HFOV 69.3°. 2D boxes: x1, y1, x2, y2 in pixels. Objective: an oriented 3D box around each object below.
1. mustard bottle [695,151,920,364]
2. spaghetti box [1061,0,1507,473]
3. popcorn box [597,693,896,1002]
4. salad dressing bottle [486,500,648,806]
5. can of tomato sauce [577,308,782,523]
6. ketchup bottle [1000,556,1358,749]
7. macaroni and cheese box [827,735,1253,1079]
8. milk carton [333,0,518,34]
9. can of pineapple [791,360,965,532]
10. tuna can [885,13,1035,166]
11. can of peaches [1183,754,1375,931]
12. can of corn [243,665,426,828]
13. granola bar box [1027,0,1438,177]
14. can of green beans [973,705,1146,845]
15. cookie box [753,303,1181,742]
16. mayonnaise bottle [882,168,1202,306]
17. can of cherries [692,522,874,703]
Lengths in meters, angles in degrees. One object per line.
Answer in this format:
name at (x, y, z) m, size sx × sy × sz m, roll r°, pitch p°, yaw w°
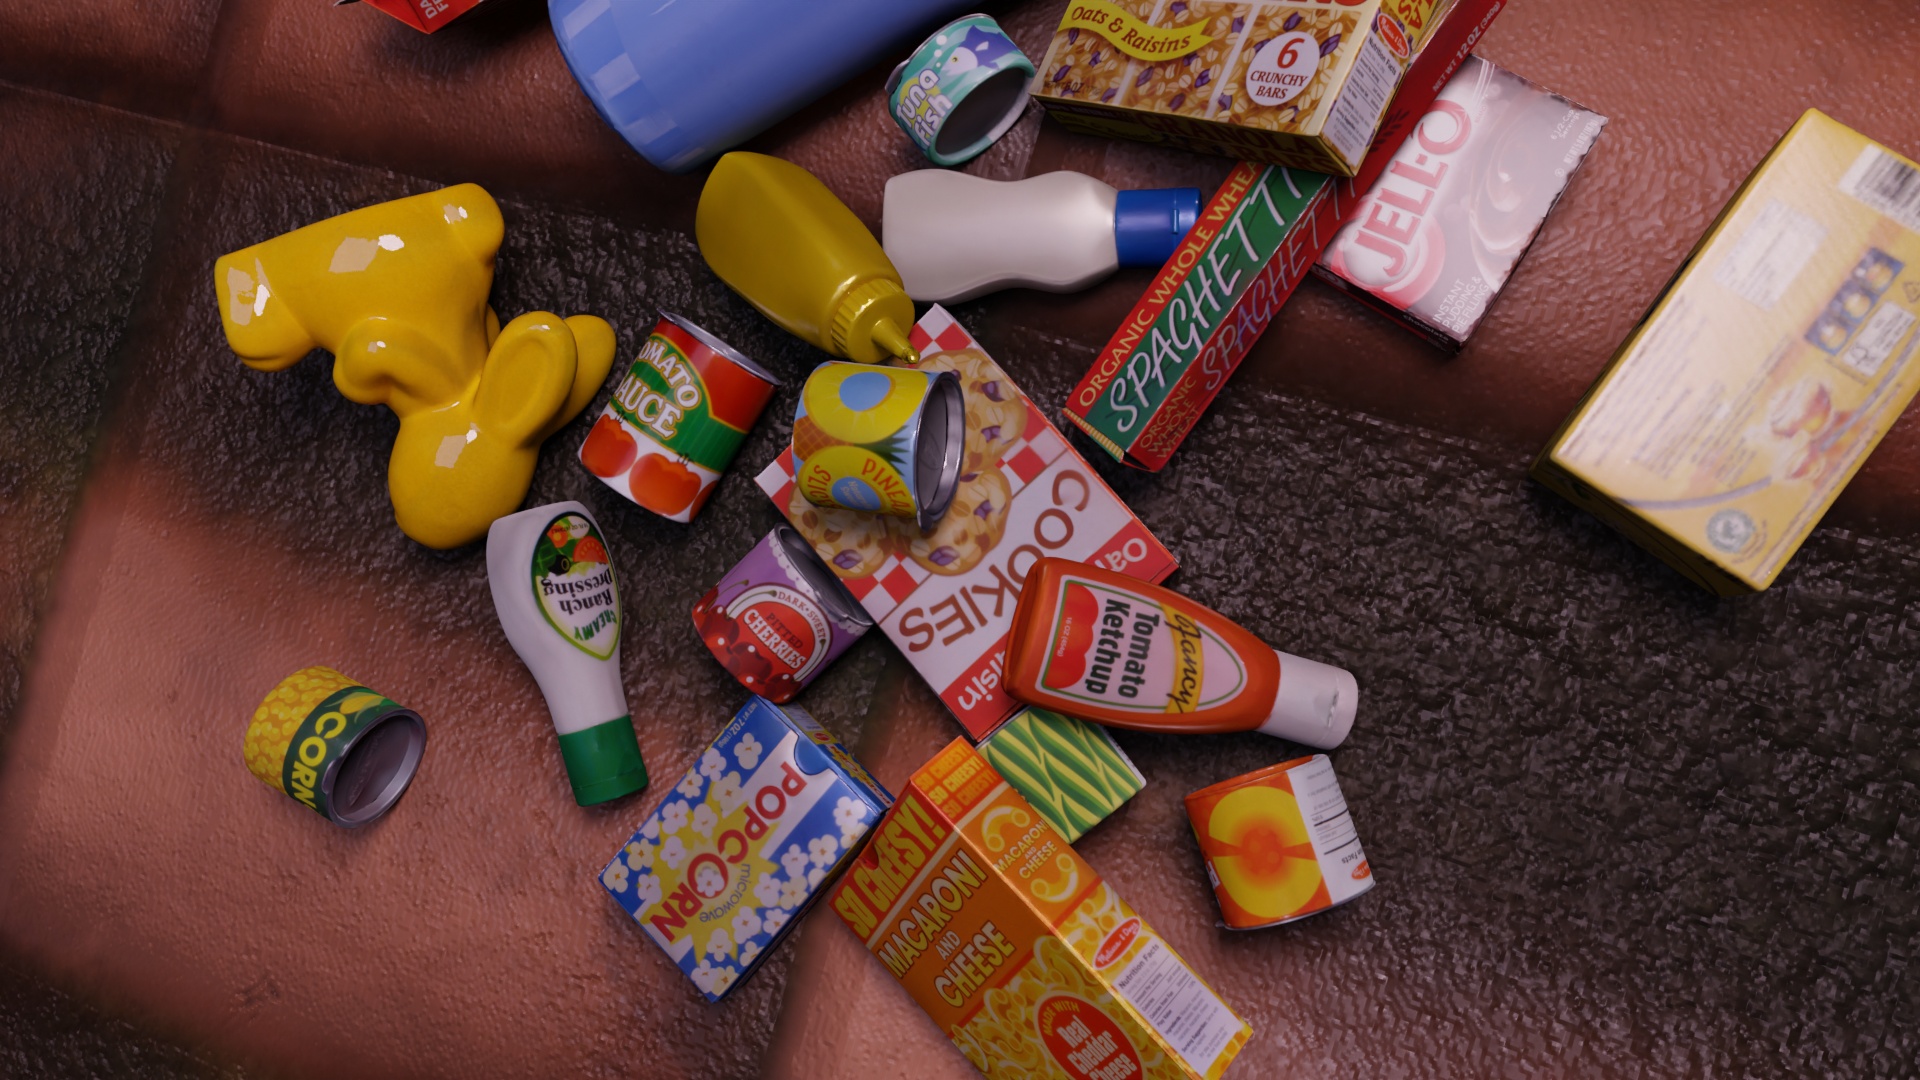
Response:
mustard bottle at (-0.065, -0.124, 0.652) m, size 0.161 × 0.049 × 0.065 m, roll 46°, pitch 122°, yaw 31°
spaghetti box at (0.135, -0.141, 0.601) m, size 0.249 × 0.028 × 0.050 m, roll -54°, pitch 46°, yaw 9°
popcorn box at (-0.102, 0.145, 0.669) m, size 0.085 × 0.038 × 0.126 m, roll 42°, pitch 97°, yaw 15°
salad dressing bottle at (-0.192, 0.056, 0.691) m, size 0.044 × 0.064 × 0.147 m, roll -15°, pitch 90°, yaw 32°
can of tomato sauce at (-0.139, -0.060, 0.678) m, size 0.071 × 0.071 × 0.083 m, roll 34°, pitch 95°, yaw 14°
ketchup bottle at (0.095, 0.055, 0.597) m, size 0.149 × 0.043 × 0.065 m, roll 16°, pitch 85°, yaw -10°
macaroni and cheese box at (0.026, 0.181, 0.597) m, size 0.166 × 0.040 × 0.123 m, roll 44°, pitch 137°, yaw 14°
milk carton at (-0.231, -0.317, 0.698) m, size 0.190 × 0.073 × 0.073 m, roll -19°, pitch 112°, yaw 25°
can of pineapple at (-0.035, -0.043, 0.609) m, size 0.058 × 0.071 × 0.071 m, roll 7°, pitch 88°, yaw 17°
tuna can at (0.000, -0.210, 0.653) m, size 0.071 × 0.071 × 0.033 m, roll -40°, pitch 78°, yaw 9°
can of peaches at (0.133, 0.129, 0.595) m, size 0.071 × 0.071 × 0.058 m, roll -20°, pitch 81°, yaw 13°
can of corn at (-0.322, 0.105, 0.713) m, size 0.058 × 0.071 × 0.071 m, roll 23°, pitch 92°, yaw 16°
granola bar box at (0.121, -0.231, 0.601) m, size 0.166 × 0.039 × 0.124 m, roll 26°, pitch 92°, yaw 44°
can of green beans at (0.040, 0.105, 0.621) m, size 0.071 × 0.071 × 0.058 m, roll -39°, pitch 78°, yaw 9°
cookie box at (0.002, -0.008, 0.653) m, size 0.123 × 0.040 × 0.167 m, roll -43°, pitch 77°, yaw 8°
mayonnaise bottle at (0.038, -0.144, 0.654) m, size 0.148 × 0.041 × 0.064 m, roll 1°, pitch 93°, yaw 13°
can of cherries at (-0.084, 0.035, 0.656) m, size 0.058 × 0.071 × 0.071 m, roll -43°, pitch 77°, yaw 9°
